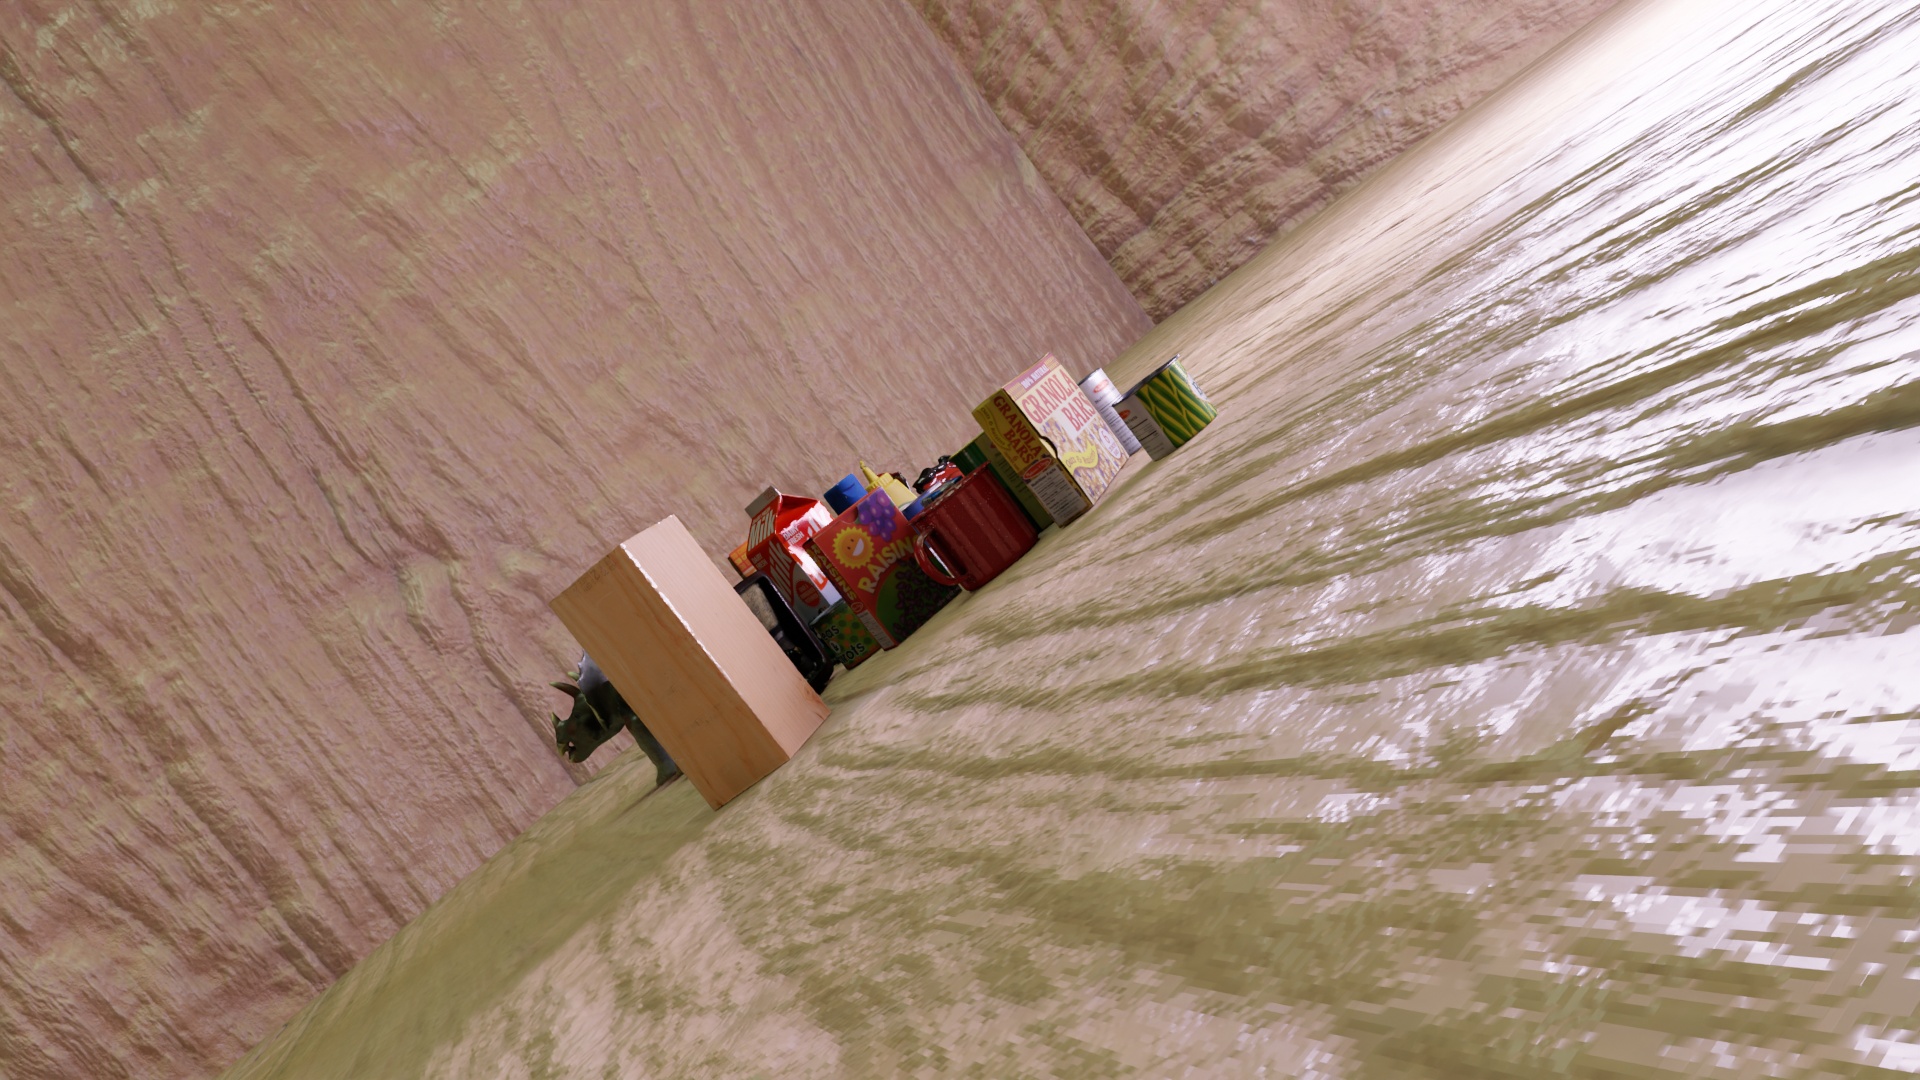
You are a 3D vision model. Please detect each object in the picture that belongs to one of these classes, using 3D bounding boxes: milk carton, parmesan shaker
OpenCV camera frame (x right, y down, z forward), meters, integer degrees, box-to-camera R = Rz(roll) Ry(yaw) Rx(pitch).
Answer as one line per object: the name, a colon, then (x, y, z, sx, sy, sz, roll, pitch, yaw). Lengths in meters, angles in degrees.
milk carton: (-0.154, 0.029, 1.455, 0.074, 0.190, 0.072, -41, 4, -40)
parmesan shaker: (0.045, -0.054, 1.268, 0.071, 0.103, 0.071, -38, 3, 3)

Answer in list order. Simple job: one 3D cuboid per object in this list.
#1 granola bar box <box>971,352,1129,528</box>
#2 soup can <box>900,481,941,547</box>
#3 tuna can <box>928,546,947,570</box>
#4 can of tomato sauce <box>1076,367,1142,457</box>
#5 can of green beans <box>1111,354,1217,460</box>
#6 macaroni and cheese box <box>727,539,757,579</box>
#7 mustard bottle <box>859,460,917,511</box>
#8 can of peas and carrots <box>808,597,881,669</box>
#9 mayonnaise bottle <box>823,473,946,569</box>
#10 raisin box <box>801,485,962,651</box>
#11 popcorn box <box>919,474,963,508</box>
granola bar box: (0.083, -0.092, 1.215, 0.039, 0.124, 0.166, -36, 4, 25)
soup can: (-0.028, -0.016, 1.638, 0.071, 0.083, 0.071, -38, 4, 3)
tuna can: (-0.049, 0.038, 1.574, 0.071, 0.033, 0.071, -38, 4, 3)
can of tomato sauce: (0.131, -0.112, 1.325, 0.071, 0.083, 0.071, -38, 4, 3)
can of green beans: (0.166, -0.106, 1.125, 0.071, 0.058, 0.071, -38, 4, 3)
macaroni and cheese box: (-0.213, 0.073, 1.657, 0.040, 0.166, 0.123, -38, 4, -8)
mustard bottle: (-0.076, -0.032, 1.702, 0.065, 0.160, 0.048, -39, 4, -18)
can of peas and carrots: (-0.102, 0.083, 1.331, 0.071, 0.058, 0.071, -38, 4, 3)
mayonnaise bottle: (-0.073, 0.004, 1.338, 0.065, 0.148, 0.041, -40, 4, -27)
raisin box: (-0.071, 0.025, 1.251, 0.086, 0.123, 0.040, -40, 4, -25)
popcorn box: (0.005, -0.017, 1.338, 0.038, 0.085, 0.126, -38, 4, -5)
